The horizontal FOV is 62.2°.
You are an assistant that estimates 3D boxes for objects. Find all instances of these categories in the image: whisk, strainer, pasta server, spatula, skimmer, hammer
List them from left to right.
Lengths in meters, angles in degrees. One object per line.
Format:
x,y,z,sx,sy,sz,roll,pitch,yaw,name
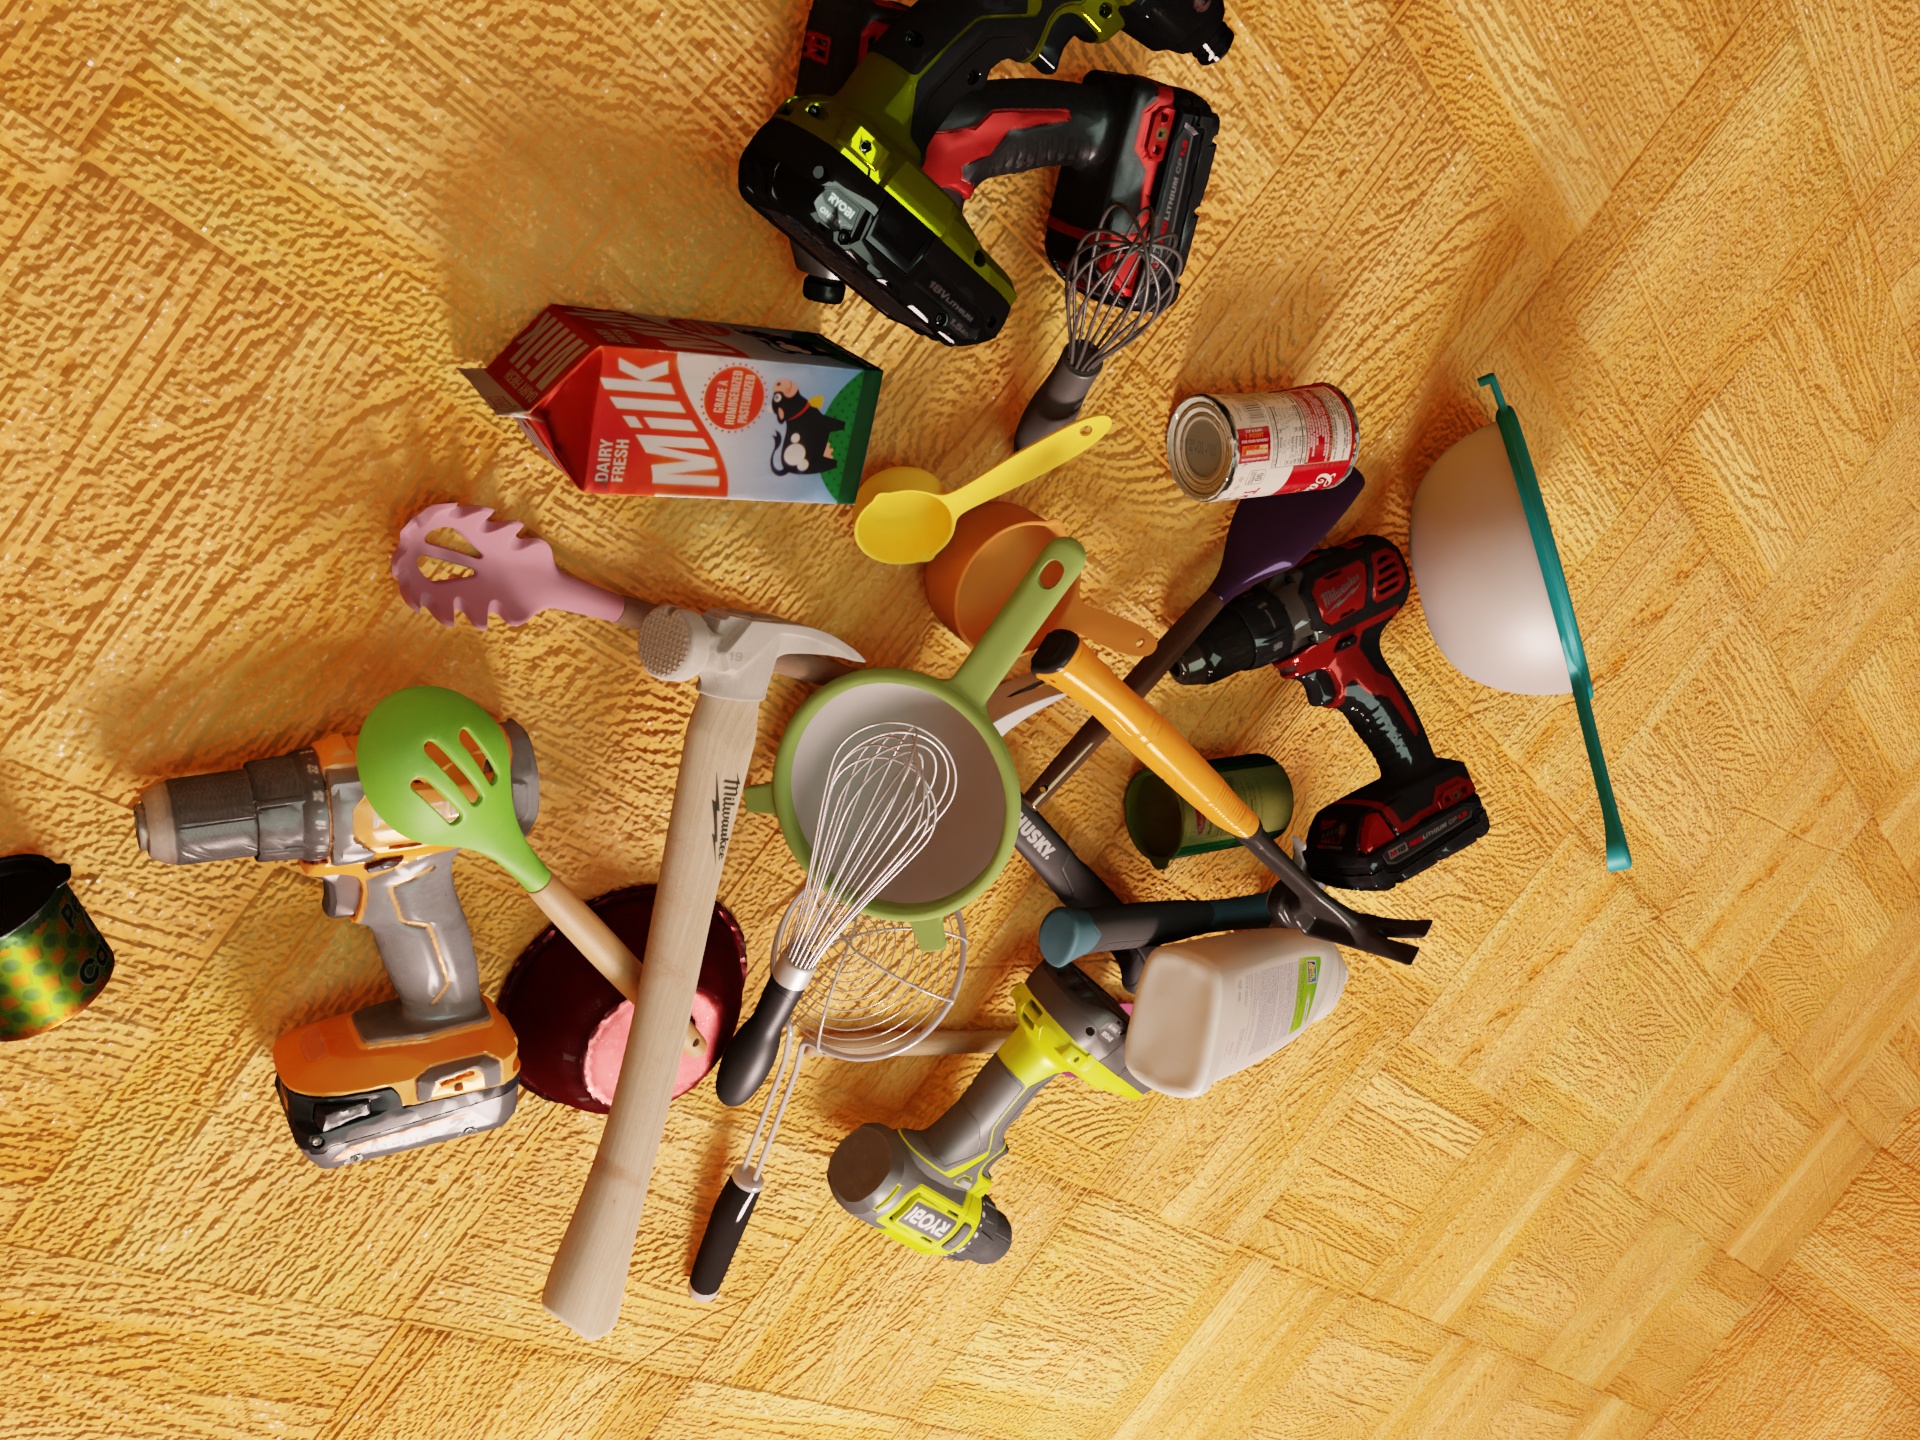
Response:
-0.157,-0.051,0.851,0.316,0.040,0.060,17,95,-41,pasta server
-0.153,0.141,0.869,0.146,0.038,0.410,2,105,-56,hammer
-0.102,0.248,1.043,0.090,0.127,0.363,-19,140,-49,skimmer
-0.084,0.117,0.911,0.070,0.070,0.284,8,121,-37,whisk
-0.001,-0.003,0.922,0.256,0.151,0.069,-55,173,19,strainer
0.074,0.099,1.102,0.146,0.035,0.334,-45,132,-3,hammer
0.061,-0.191,0.830,0.055,0.055,0.239,-28,171,-18,whisk
0.147,-0.062,1.029,0.316,0.060,0.018,-48,174,-10,spatula
0.162,0.142,1.126,0.330,0.033,0.128,3,126,-51,hammer
0.164,0.051,1.003,0.336,0.127,0.034,41,74,-31,hammer
0.366,-0.048,1.071,0.095,0.341,0.210,-14,148,20,strainer

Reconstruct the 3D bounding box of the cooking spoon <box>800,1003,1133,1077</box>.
0.021,0.232,1.155,0.318,0.017,0.068,7,113,-38,cooking spoon

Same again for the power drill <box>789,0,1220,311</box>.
0.014,-0.275,0.811,0.219,0.079,0.143,-1,115,-31,power drill

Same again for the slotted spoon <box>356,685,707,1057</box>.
-0.205,0.096,0.827,0.070,0.031,0.313,-53,140,-23,slotted spoon

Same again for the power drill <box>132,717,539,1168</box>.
-0.313,0.113,0.815,0.185,0.084,0.226,-7,116,-32,power drill

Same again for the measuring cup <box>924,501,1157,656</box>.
0.051,-0.076,0.970,0.173,0.052,0.095,19,105,-42,measuring cup

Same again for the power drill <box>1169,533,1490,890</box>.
0.249,0.002,1.089,0.188,0.080,0.226,-24,97,-21,power drill

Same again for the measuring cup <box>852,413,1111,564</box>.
0.010,-0.137,0.880,0.156,0.029,0.062,-26,139,14,measuring cup

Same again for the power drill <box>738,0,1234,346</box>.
0.019,-0.290,0.717,0.171,0.080,0.223,33,94,-36,power drill

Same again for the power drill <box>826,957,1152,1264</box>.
0.037,0.291,1.140,0.228,0.080,0.190,-45,134,1,power drill
